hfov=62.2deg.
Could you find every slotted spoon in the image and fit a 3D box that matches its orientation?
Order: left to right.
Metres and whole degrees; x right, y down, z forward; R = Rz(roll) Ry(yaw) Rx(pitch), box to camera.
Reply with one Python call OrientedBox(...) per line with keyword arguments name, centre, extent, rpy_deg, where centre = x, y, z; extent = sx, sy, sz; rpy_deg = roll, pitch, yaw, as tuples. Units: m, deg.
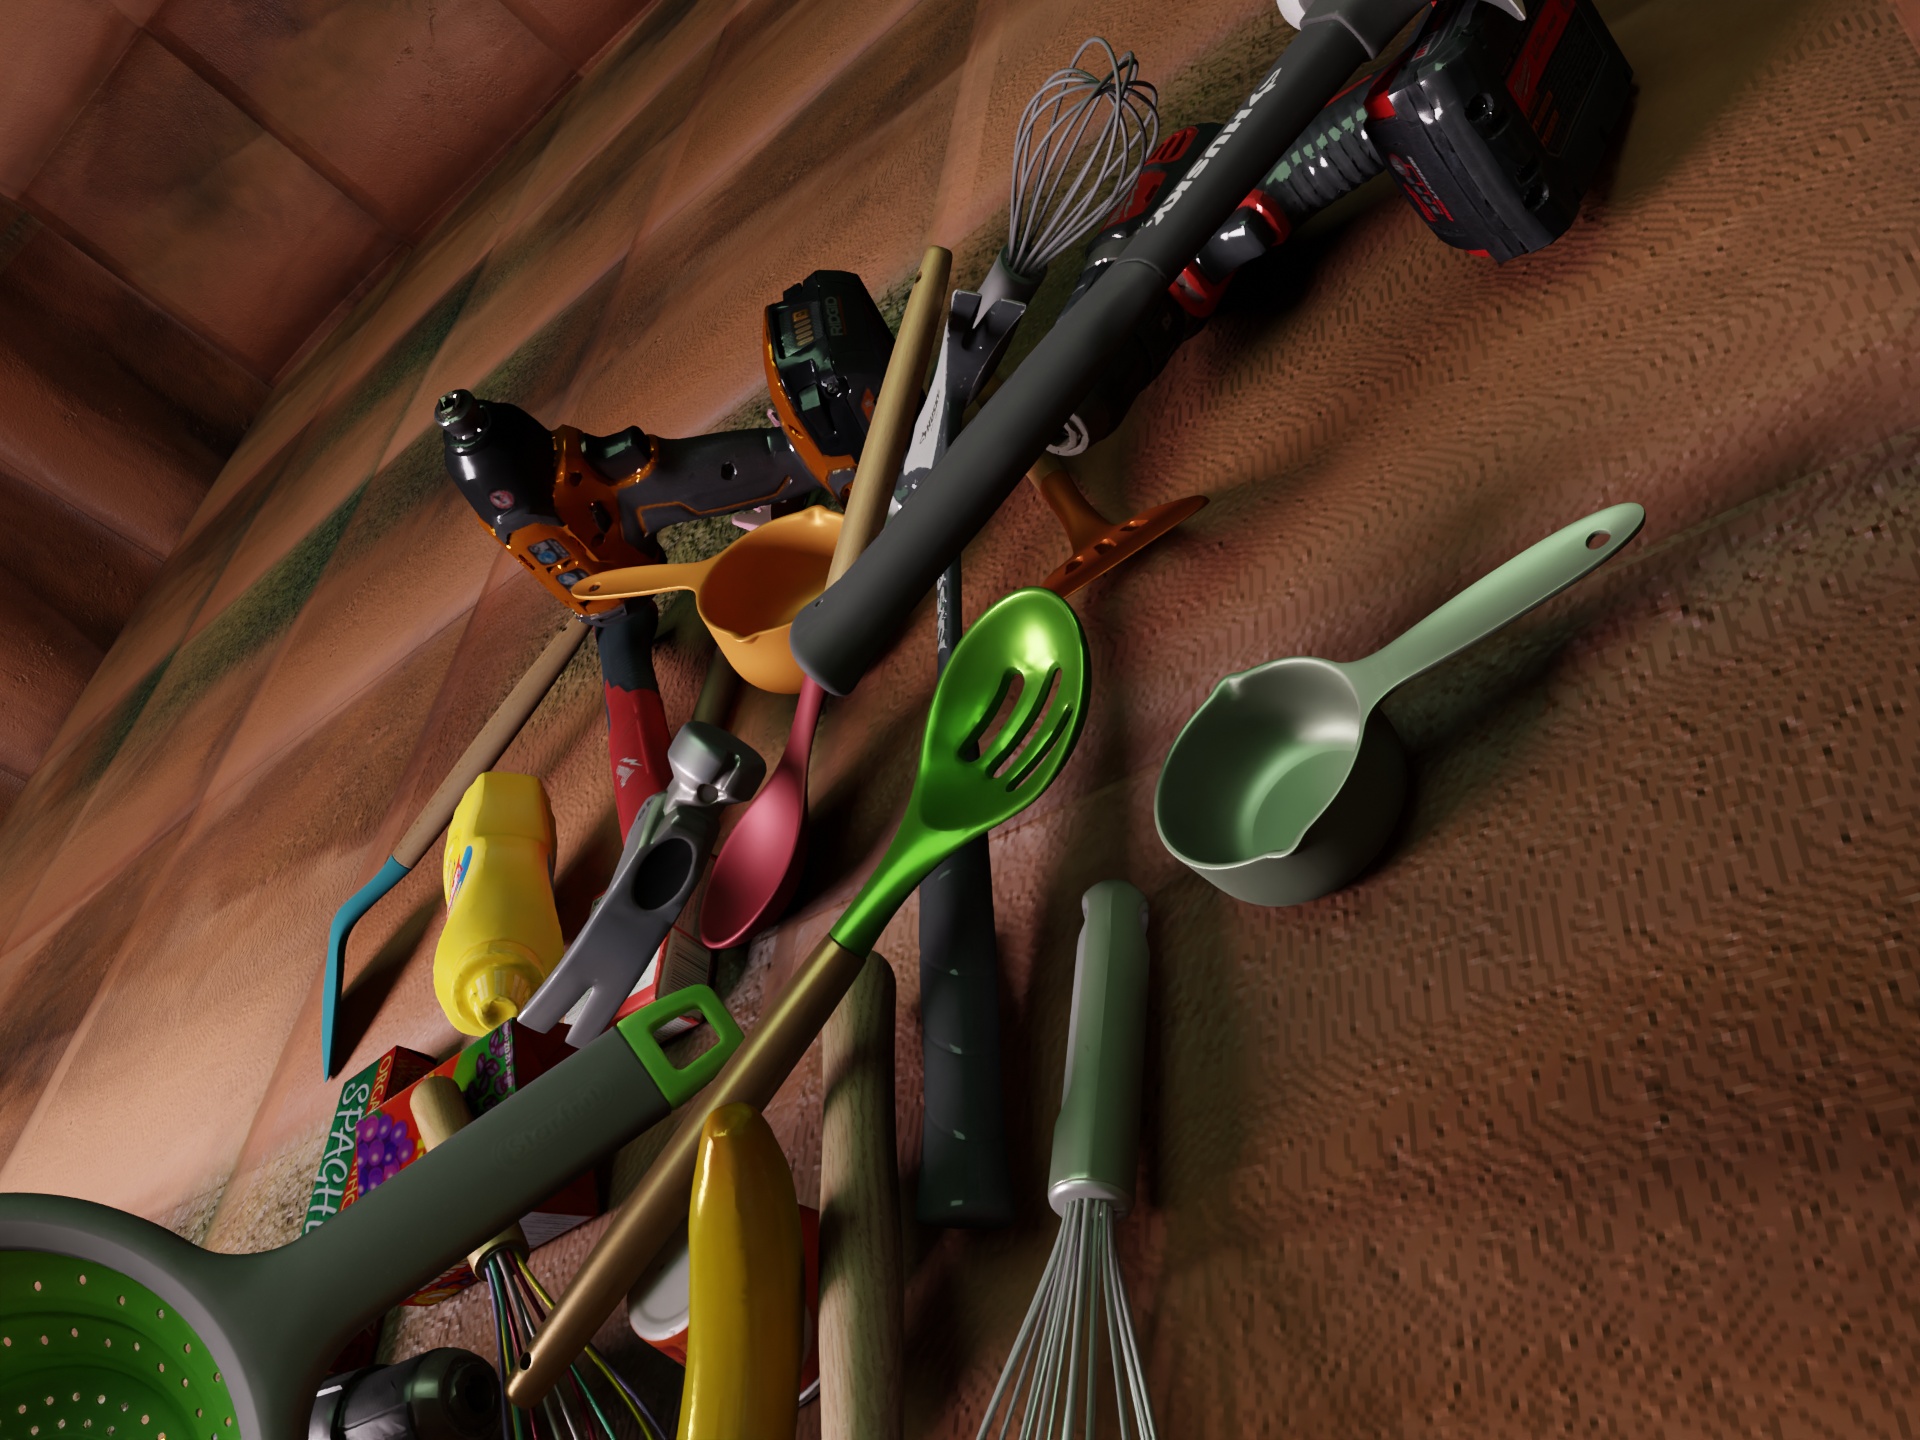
OrientedBox(name="slotted spoon", centre=(-0.052, 0.093, 0.516), extent=(0.314, 0.031, 0.070), rpy_deg=(-54, 42, 0))

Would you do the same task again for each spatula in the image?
OrientedBox(name="spatula", centre=(-0.309, 0.068, 0.952), extent=(0.317, 0.044, 0.082), rpy_deg=(-52, 30, 4))
OrientedBox(name="spatula", centre=(0.033, -0.124, 0.727), extent=(0.081, 0.041, 0.323), rpy_deg=(-33, 32, 6))

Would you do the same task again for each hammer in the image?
OrientedBox(name="hammer", centre=(-0.170, 0.016, 0.799), extent=(0.143, 0.038, 0.387), rpy_deg=(-58, 21, 8))
OrientedBox(name="hammer", centre=(-0.028, 0.182, 0.444), extent=(0.031, 0.130, 0.332), rpy_deg=(-1, 33, -3))
OrientedBox(name="hammer", centre=(-0.001, -0.002, 0.609), extent=(0.149, 0.036, 0.409), rpy_deg=(111, 163, -47))
OrientedBox(name="hammer", centre=(0.055, -0.143, 0.554), extent=(0.335, 0.035, 0.146), rpy_deg=(-50, 23, 5))

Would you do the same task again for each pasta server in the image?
OrientedBox(name="pasta server", centre=(-0.129, -0.043, 0.859), extent=(0.060, 0.040, 0.316), rpy_deg=(-41, 30, 49))

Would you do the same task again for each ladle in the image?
OrientedBox(name="ladle", centre=(-0.053, -0.050, 0.687), extent=(0.069, 0.031, 0.315), rpy_deg=(23, 97, 60))

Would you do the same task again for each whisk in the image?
OrientedBox(name="whisk", centre=(-0.165, 0.216, 0.582), extent=(0.245, 0.051, 0.047), rpy_deg=(44, 109, 46))
OrientedBox(name="whisk", centre=(0.025, -0.202, 0.695), extent=(0.055, 0.055, 0.239), rpy_deg=(-69, 9, -27))
OrientedBox(name="whisk", centre=(0.035, 0.143, 0.445), extent=(0.059, 0.057, 0.247), rpy_deg=(0, 45, 11))

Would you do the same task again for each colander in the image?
OrientedBox(name="colander", centre=(-0.245, 0.221, 0.538), extent=(0.397, 0.205, 0.094), rpy_deg=(-33, -15, -20))

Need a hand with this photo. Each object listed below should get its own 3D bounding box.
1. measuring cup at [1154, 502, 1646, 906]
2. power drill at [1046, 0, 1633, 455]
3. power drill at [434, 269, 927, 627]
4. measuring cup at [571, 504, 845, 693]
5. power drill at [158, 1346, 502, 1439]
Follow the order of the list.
OrientedBox(name="measuring cup", centre=(0.135, -0.004, 0.475), extent=(0.167, 0.038, 0.083), rpy_deg=(-36, 34, 20))
OrientedBox(name="power drill", centre=(0.129, -0.198, 0.633), extent=(0.227, 0.080, 0.188), rpy_deg=(-12, 40, 51))
OrientedBox(name="power drill", centre=(-0.138, -0.137, 0.795), extent=(0.226, 0.164, 0.084), rpy_deg=(-19, 58, 12))
OrientedBox(name="measuring cup", centre=(-0.114, -0.054, 0.789), extent=(0.174, 0.052, 0.095), rpy_deg=(-1, 47, 28))
OrientedBox(name="power drill", centre=(-0.244, 0.339, 0.551), extent=(0.185, 0.084, 0.226), rpy_deg=(-28, 40, 21))
